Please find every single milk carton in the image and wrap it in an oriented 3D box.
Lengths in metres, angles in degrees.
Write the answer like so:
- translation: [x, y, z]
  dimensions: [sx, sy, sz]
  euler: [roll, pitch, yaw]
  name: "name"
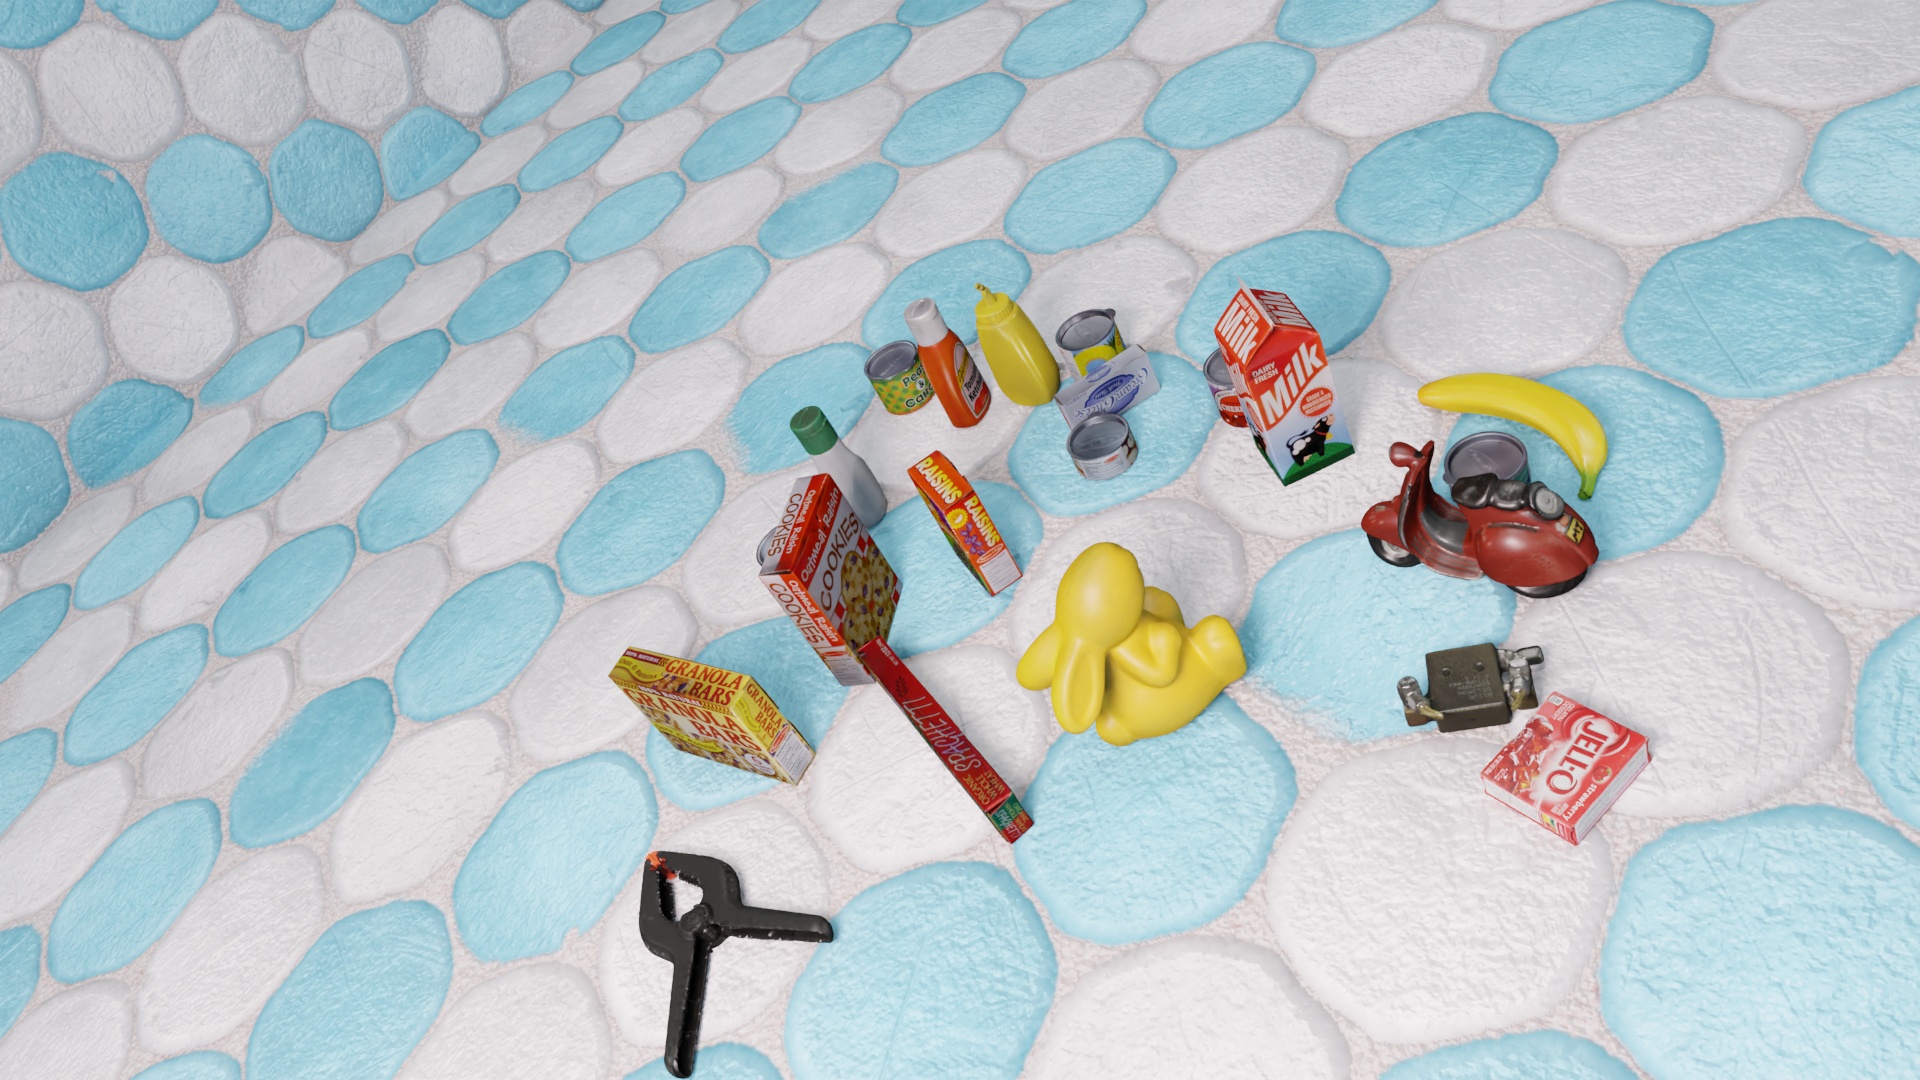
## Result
- translation: [0.282, -0.145, 1.228]
  dimensions: [0.073, 0.189, 0.072]
  euler: [-27, 40, 5]
  name: "milk carton"

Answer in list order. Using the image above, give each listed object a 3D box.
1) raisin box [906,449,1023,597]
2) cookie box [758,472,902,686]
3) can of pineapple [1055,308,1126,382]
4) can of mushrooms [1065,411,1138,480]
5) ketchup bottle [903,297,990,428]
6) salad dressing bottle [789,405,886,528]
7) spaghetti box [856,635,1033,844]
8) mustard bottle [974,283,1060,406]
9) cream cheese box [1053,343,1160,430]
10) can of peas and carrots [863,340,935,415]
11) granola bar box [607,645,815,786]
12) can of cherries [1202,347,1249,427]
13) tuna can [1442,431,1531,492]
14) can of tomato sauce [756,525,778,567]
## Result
- translation: [0.005, -0.016, 1.315]
  dimensions: [0.040, 0.123, 0.086]
  euler: [-34, 40, -4]
  name: "raisin box"
- translation: [-0.116, 0.038, 1.298]
  dimensions: [0.040, 0.166, 0.123]
  euler: [-8, 45, 25]
  name: "cookie box"
- translation: [0.143, -0.204, 1.475]
  dimensions: [0.071, 0.057, 0.071]
  euler: [-17, 42, 16]
  name: "can of pineapple"
- translation: [0.141, -0.095, 1.383]
  dimensions: [0.071, 0.033, 0.071]
  euler: [-17, 42, 16]
  name: "can of mushrooms"
- translation: [-0.016, -0.192, 1.489]
  dimensions: [0.043, 0.148, 0.065]
  euler: [-4, 47, 29]
  name: "ketchup bottle"
- translation: [-0.127, -0.076, 1.436]
  dimensions: [0.044, 0.147, 0.064]
  euler: [-9, 45, 24]
  name: "salad dressing bottle"
- translation: [-0.017, 0.166, 1.196]
  dimensions: [0.029, 0.050, 0.251]
  euler: [-37, 40, -8]
  name: "spaghetti box"
- translation: [0.053, -0.211, 1.458]
  dimensions: [0.065, 0.159, 0.049]
  euler: [3, 50, 33]
  name: "mustard bottle"
- translation: [0.151, -0.151, 1.420]
  dimensions: [0.104, 0.053, 0.024]
  euler: [-33, 40, -3]
  name: "cream cheese box"
- translation: [-0.066, -0.185, 1.581]
  dimensions: [0.071, 0.058, 0.071]
  euler: [-17, 42, 16]
  name: "can of peas and carrots"
- translation: [-0.228, 0.159, 1.273]
  dimensions: [0.165, 0.123, 0.039]
  euler: [8, 53, 37]
  name: "granola bar box"
- translation: [0.273, -0.150, 1.340]
  dimensions: [0.071, 0.058, 0.072]
  euler: [-17, 42, 16]
  name: "can of cherries"
- translation: [0.440, -0.056, 1.164]
  dimensions: [0.071, 0.032, 0.071]
  euler: [-17, 42, 16]
  name: "tuna can"
- translation: [-0.157, 0.031, 1.394]
  dimensions: [0.071, 0.082, 0.071]
  euler: [-17, 42, 16]
  name: "can of tomato sauce"
